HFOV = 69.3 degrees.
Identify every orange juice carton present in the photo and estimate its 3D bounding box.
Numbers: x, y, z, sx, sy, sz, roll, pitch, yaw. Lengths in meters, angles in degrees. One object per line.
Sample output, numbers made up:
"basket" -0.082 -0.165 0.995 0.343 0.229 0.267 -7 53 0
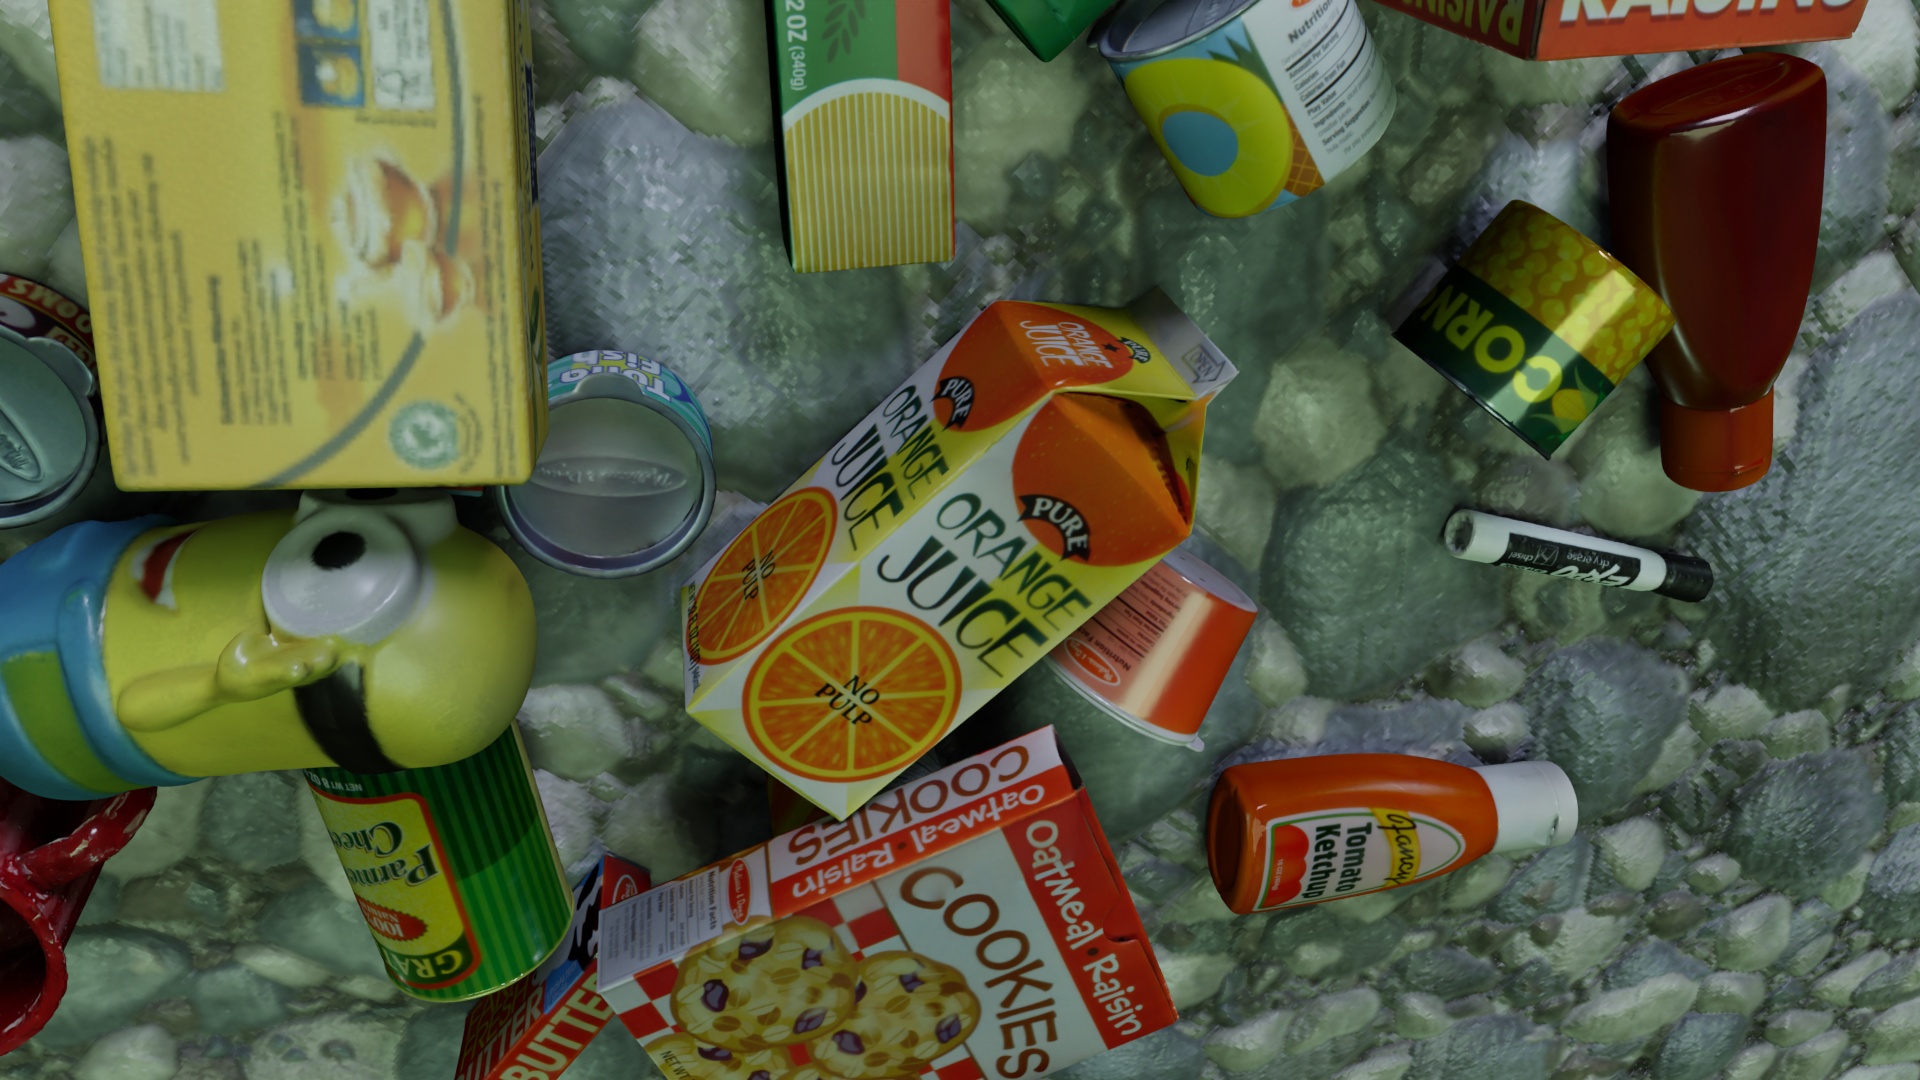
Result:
"orange juice carton" 0.002 -0.006 0.447 0.192 0.072 0.073 -41 121 12

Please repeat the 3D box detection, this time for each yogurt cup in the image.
"yogurt cup" 0.067 0.031 0.490 0.072 0.072 0.054 26 104 -25

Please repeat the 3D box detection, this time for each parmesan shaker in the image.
"parmesan shaker" -0.178 0.094 0.470 0.071 0.071 0.102 -10 121 -7

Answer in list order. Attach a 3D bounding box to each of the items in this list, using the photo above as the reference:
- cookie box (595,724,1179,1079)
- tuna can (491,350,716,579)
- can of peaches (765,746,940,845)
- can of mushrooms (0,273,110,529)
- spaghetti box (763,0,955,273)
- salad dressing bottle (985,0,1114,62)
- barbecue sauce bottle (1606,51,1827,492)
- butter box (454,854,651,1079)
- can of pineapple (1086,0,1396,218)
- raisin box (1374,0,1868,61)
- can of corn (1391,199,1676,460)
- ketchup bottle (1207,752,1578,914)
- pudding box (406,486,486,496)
"cookie box" -0.021 0.148 0.481 0.167 0.040 0.122 -23 122 1
"tuna can" -0.110 -0.026 0.432 0.071 0.033 0.070 -6 121 -10
"can of peaches" -0.037 0.103 0.510 0.071 0.058 0.071 -6 121 -10
"can of mushrooms" -0.270 -0.040 0.387 0.071 0.033 0.070 -5 120 -9
"spaghetti box" -0.030 -0.191 0.356 0.050 0.029 0.248 -7 121 -10
"salad dressing bottle" 0.066 -0.192 0.369 0.147 0.044 0.064 -41 121 12
"barbecue sauce bottle" 0.259 -0.085 0.476 0.065 0.044 0.148 -21 123 0
"butter box" -0.155 0.174 0.528 0.024 0.053 0.103 33 108 -25
"can of pineapple" 0.081 -0.134 0.395 0.071 0.071 0.057 -34 121 8
"raisin box" 0.158 -0.159 0.362 0.086 0.124 0.039 -6 122 -9
"can of corn" 0.185 -0.069 0.453 0.071 0.071 0.058 30 109 -26
"ketchup bottle" 0.179 0.116 0.577 0.149 0.044 0.064 -4 121 -11
"pudding box" -0.181 -0.043 0.408 0.084 0.030 0.049 5 119 -16
